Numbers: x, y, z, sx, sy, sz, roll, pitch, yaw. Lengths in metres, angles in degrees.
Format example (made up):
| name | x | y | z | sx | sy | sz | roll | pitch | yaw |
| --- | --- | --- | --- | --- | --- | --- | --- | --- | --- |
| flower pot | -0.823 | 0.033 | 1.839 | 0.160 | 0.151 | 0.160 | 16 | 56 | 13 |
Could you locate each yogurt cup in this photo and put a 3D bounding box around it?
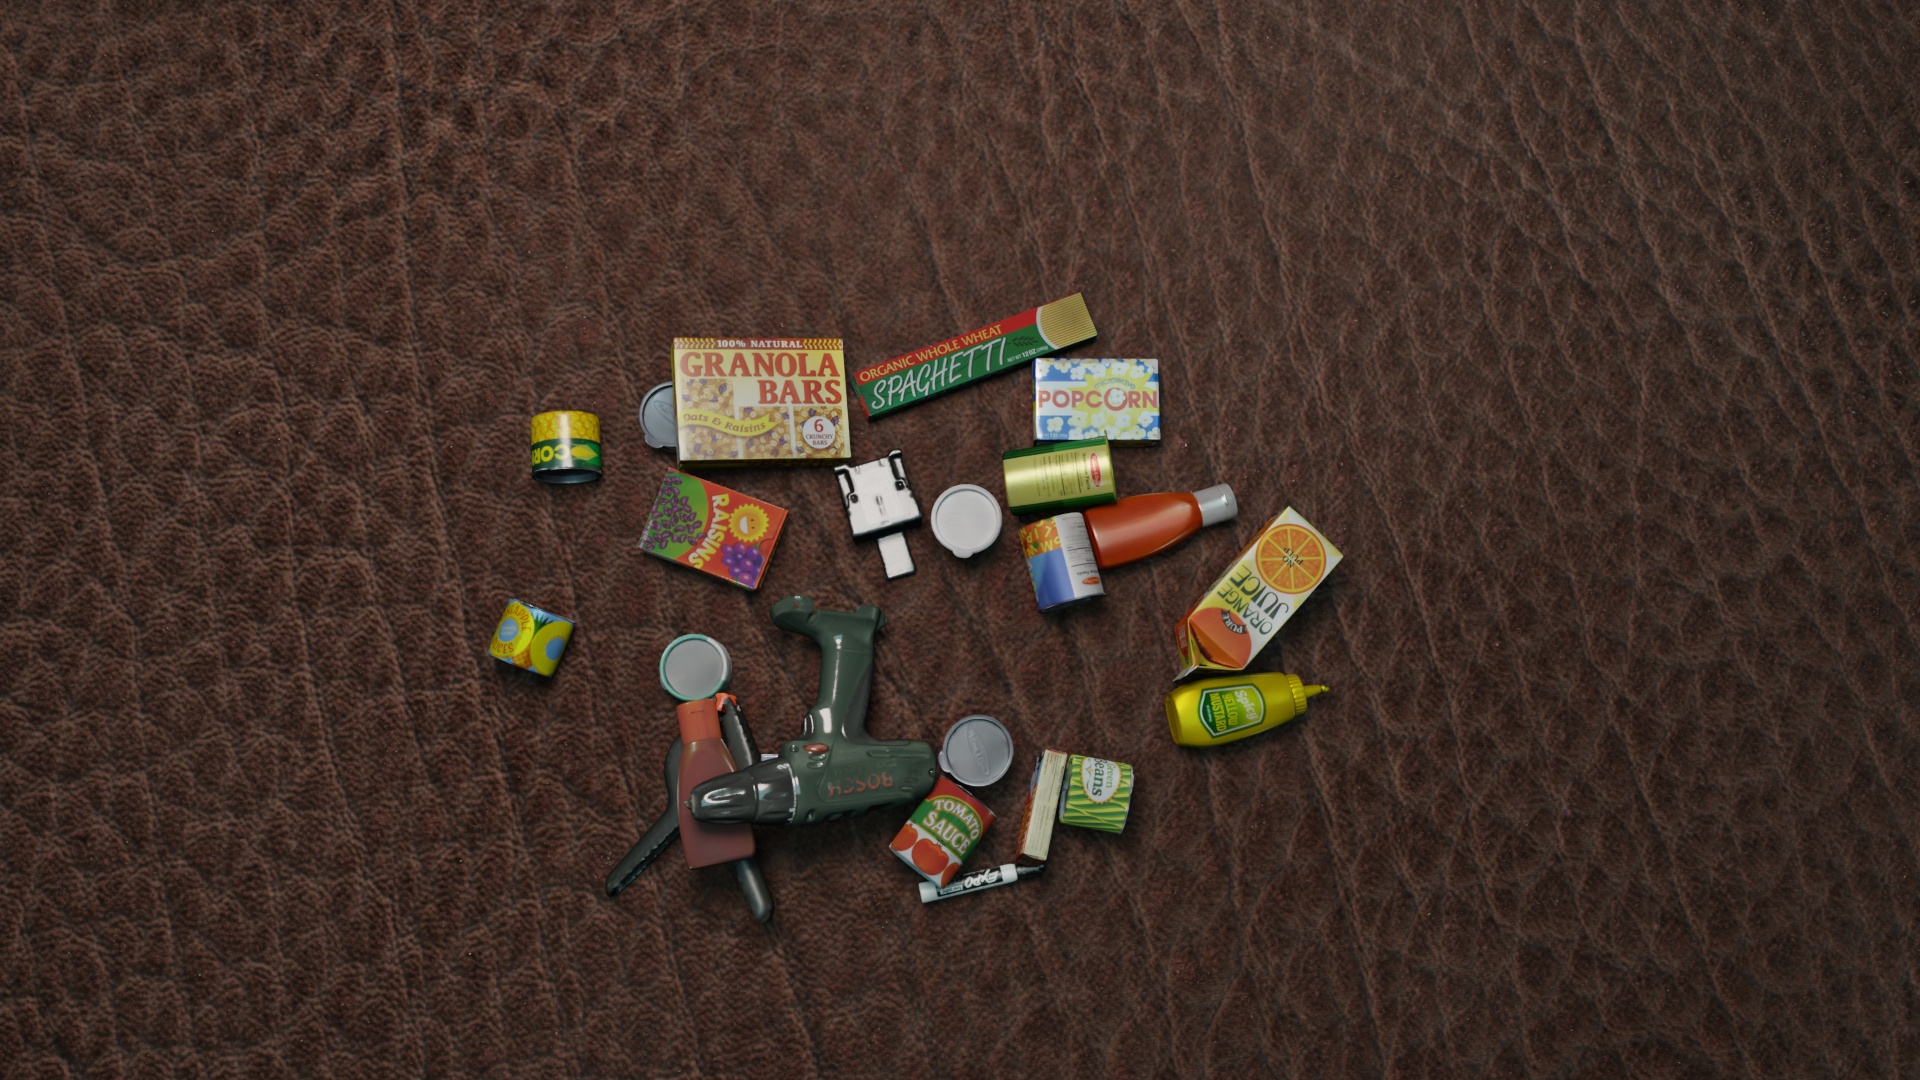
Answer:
| name | x | y | z | sx | sy | sz | roll | pitch | yaw |
| --- | --- | --- | --- | --- | --- | --- | --- | --- | --- |
| yogurt cup | 0.005 | -0.017 | 1.358 | 0.072 | 0.054 | 0.072 | 0 | 81 | -3 |

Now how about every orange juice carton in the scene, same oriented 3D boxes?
| name | x | y | z | sx | sy | sz | roll | pitch | yaw |
| --- | --- | --- | --- | --- | --- | --- | --- | --- | --- |
| orange juice carton | 0.275 | 0.064 | 1.348 | 0.073 | 0.071 | 0.193 | 43 | 81 | 5 |

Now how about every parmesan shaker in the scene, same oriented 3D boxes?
| name | x | y | z | sx | sy | sz | roll | pitch | yaw |
| --- | --- | --- | --- | --- | --- | --- | --- | --- | --- |
| parmesan shaker | 0.097 | -0.066 | 1.356 | 0.103 | 0.071 | 0.071 | -8 | 81 | 8 |

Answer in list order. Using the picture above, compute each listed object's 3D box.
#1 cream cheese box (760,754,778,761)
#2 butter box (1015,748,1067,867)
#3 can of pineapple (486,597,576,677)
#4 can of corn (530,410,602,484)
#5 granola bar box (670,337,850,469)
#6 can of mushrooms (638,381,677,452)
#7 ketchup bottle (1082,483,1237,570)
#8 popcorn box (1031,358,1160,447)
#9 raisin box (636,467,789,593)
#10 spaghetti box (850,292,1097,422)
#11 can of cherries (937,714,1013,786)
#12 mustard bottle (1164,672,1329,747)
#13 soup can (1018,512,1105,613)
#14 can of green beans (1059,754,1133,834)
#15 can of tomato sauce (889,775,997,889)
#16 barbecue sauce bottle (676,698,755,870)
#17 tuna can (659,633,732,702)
| name | x | y | z | sx | sy | sz | roll | pitch | yaw |
| --- | --- | --- | --- | --- | --- | --- | --- | --- | --- |
| cream cheese box | -0.139 | 0.229 | 1.325 | 0.104 | 0.024 | 0.053 | -2 | 81 | -3 |
| butter box | 0.076 | 0.252 | 1.308 | 0.024 | 0.053 | 0.104 | 14 | 69 | -1 |
| can of pineapple | -0.407 | 0.091 | 1.314 | 0.071 | 0.071 | 0.058 | 21 | 81 | 1 |
| can of corn | -0.383 | -0.090 | 1.344 | 0.071 | 0.071 | 0.058 | -5 | 80 | -3 |
| granola bar box | -0.196 | -0.134 | 1.356 | 0.166 | 0.039 | 0.124 | -2 | 80 | -18 |
| can of mushrooms | -0.284 | -0.120 | 1.373 | 0.071 | 0.033 | 0.071 | 1 | 81 | -3 |
| ketchup bottle | 0.198 | -0.019 | 1.372 | 0.149 | 0.043 | 0.065 | -16 | 81 | -5 |
| popcorn box | 0.135 | -0.138 | 1.392 | 0.127 | 0.038 | 0.085 | 0 | 80 | -3 |
| raisin box | -0.240 | -0.010 | 1.353 | 0.123 | 0.040 | 0.086 | 20 | 79 | 0 |
| spaghetti box | 0.014 | -0.184 | 1.399 | 0.250 | 0.028 | 0.050 | -20 | 81 | -6 |
| can of cherries | 0.013 | 0.200 | 1.320 | 0.071 | 0.058 | 0.071 | 0 | 82 | -3 |
| mustard bottle | 0.281 | 0.157 | 1.344 | 0.160 | 0.048 | 0.065 | -12 | 84 | -4 |
| soup can | 0.096 | 0.023 | 1.351 | 0.071 | 0.071 | 0.084 | -14 | 81 | -5 |
| can of green beans | 0.128 | 0.240 | 1.314 | 0.058 | 0.071 | 0.071 | 11 | 81 | 0 |
| can of tomato sauce | -0.017 | 0.272 | 1.296 | 0.071 | 0.071 | 0.083 | 37 | 76 | 4 |
| barbecue sauce bottle | -0.229 | 0.220 | 1.265 | 0.065 | 0.043 | 0.149 | -10 | 75 | -11 |
| tuna can | -0.256 | 0.124 | 1.333 | 0.071 | 0.032 | 0.071 | 1 | 80 | -3 |
